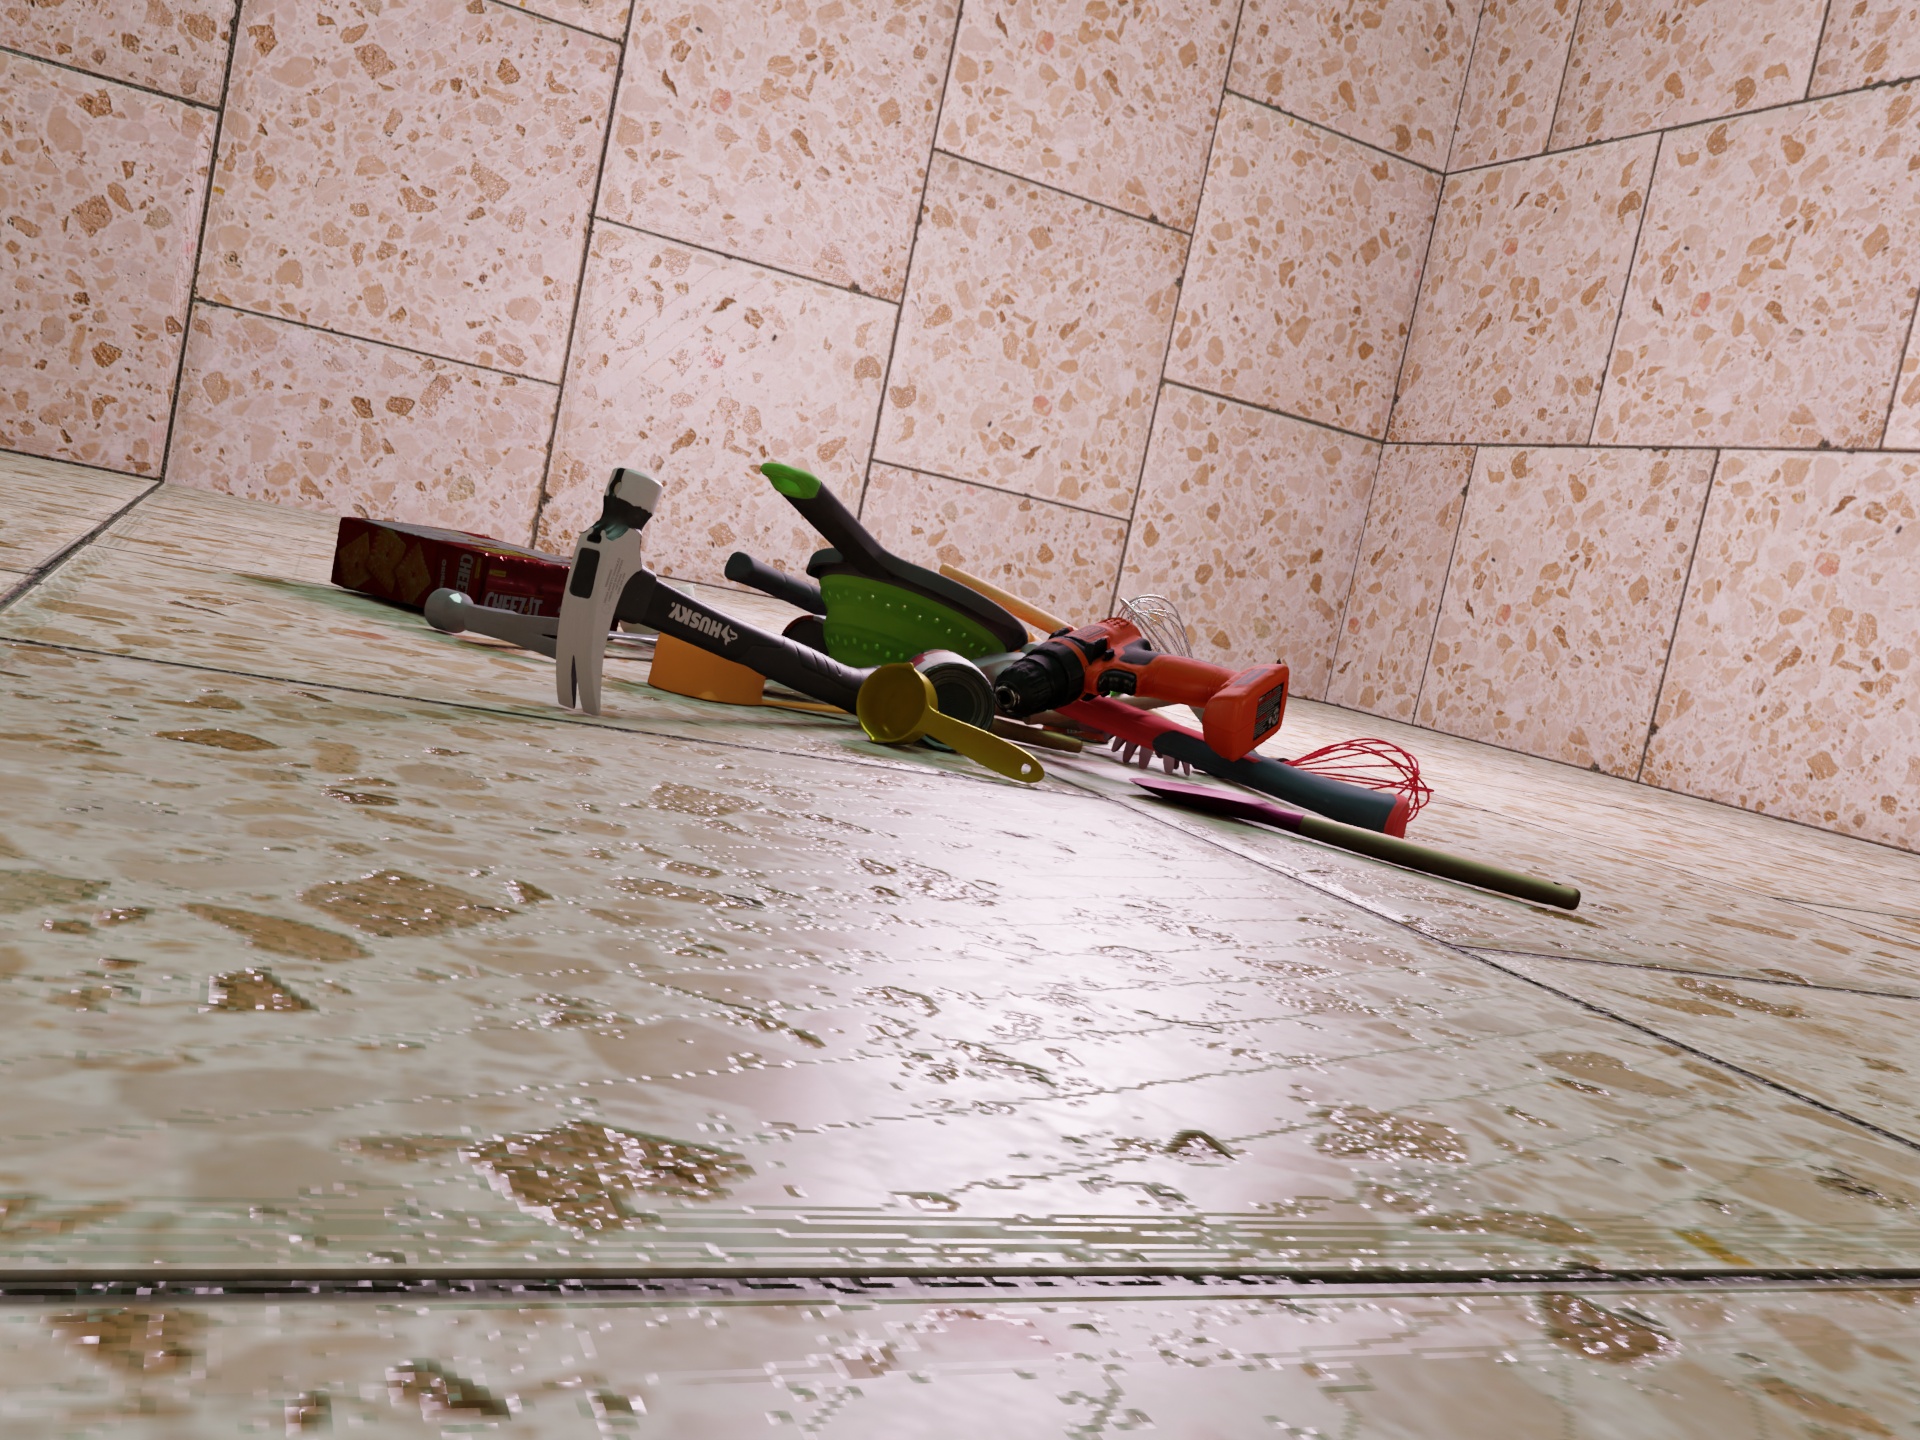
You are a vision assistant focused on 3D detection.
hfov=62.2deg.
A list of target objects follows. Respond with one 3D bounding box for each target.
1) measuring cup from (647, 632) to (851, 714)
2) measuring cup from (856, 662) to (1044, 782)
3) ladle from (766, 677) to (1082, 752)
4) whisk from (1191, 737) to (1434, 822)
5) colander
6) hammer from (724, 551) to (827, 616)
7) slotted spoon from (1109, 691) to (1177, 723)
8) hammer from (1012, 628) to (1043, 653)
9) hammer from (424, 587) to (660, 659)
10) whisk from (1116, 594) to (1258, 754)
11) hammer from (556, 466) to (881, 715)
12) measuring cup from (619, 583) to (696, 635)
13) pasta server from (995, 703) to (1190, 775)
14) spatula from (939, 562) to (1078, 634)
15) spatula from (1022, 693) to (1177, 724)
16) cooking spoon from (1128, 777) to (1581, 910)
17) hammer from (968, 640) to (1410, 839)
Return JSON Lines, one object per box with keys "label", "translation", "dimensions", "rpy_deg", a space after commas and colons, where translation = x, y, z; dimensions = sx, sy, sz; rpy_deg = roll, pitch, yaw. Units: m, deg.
{"label": "measuring cup", "translation": [-0.149, -0.039, 1.218], "dimensions": [0.173, 0.052, 0.095], "rpy_deg": [9, 6, -12]}
{"label": "measuring cup", "translation": [-0.003, 0.009, 1.107], "dimensions": [0.157, 0.062, 0.029], "rpy_deg": [26, 1, 26]}
{"label": "ladle", "translation": [-0.051, -0.013, 1.329], "dimensions": [0.315, 0.031, 0.069], "rpy_deg": [13, 3, -4]}
{"label": "whisk", "translation": [0.275, 0.044, 1.298], "dimensions": [0.073, 0.073, 0.296], "rpy_deg": [9, -1, -25]}
{"label": "colander", "translation": [-0.078, -0.091, 1.316], "dimensions": [0.204, 0.094, 0.396], "rpy_deg": [16, -11, 25]}
{"label": "hammer", "translation": [-0.041, -0.077, 1.578], "dimensions": [0.408, 0.036, 0.149], "rpy_deg": [22, 0, -17]}
{"label": "slotted spoon", "translation": [0.170, -0.007, 1.495], "dimensions": [0.070, 0.031, 0.313], "rpy_deg": [-19, -21, 25]}
{"label": "hammer", "translation": [0.089, -0.061, 1.632], "dimensions": [0.127, 0.034, 0.336], "rpy_deg": [20, -1, 17]}
{"label": "hammer", "translation": [-0.259, -0.068, 1.393], "dimensions": [0.144, 0.035, 0.405], "rpy_deg": [15, 6, 32]}
{"label": "whisk", "translation": [0.203, -0.025, 1.384], "dimensions": [0.246, 0.058, 0.059], "rpy_deg": [48, 3, -37]}
{"label": "hammer", "translation": [-0.143, -0.045, 1.081], "dimensions": [0.035, 0.146, 0.334], "rpy_deg": [15, -5, 32]}
{"label": "measuring cup", "translation": [-0.276, -0.100, 1.462], "dimensions": [0.083, 0.038, 0.167], "rpy_deg": [-15, 6, -12]}
{"label": "pasta server", "translation": [0.095, 0.007, 1.453], "dimensions": [0.060, 0.040, 0.316], "rpy_deg": [8, 2, -36]}
{"label": "spatula", "translation": [0.104, -0.092, 1.513], "dimensions": [0.323, 0.041, 0.081], "rpy_deg": [30, 11, 32]}
{"label": "spatula", "translation": [0.179, -0.020, 1.420], "dimensions": [0.315, 0.018, 0.060], "rpy_deg": [-8, -6, -37]}
{"label": "cooking spoon", "translation": [0.254, 0.077, 1.068], "dimensions": [0.319, 0.017, 0.068], "rpy_deg": [15, 7, 36]}
{"label": "hammer", "translation": [0.159, 0.020, 1.226], "dimensions": [0.387, 0.038, 0.143], "rpy_deg": [22, 28, 36]}
